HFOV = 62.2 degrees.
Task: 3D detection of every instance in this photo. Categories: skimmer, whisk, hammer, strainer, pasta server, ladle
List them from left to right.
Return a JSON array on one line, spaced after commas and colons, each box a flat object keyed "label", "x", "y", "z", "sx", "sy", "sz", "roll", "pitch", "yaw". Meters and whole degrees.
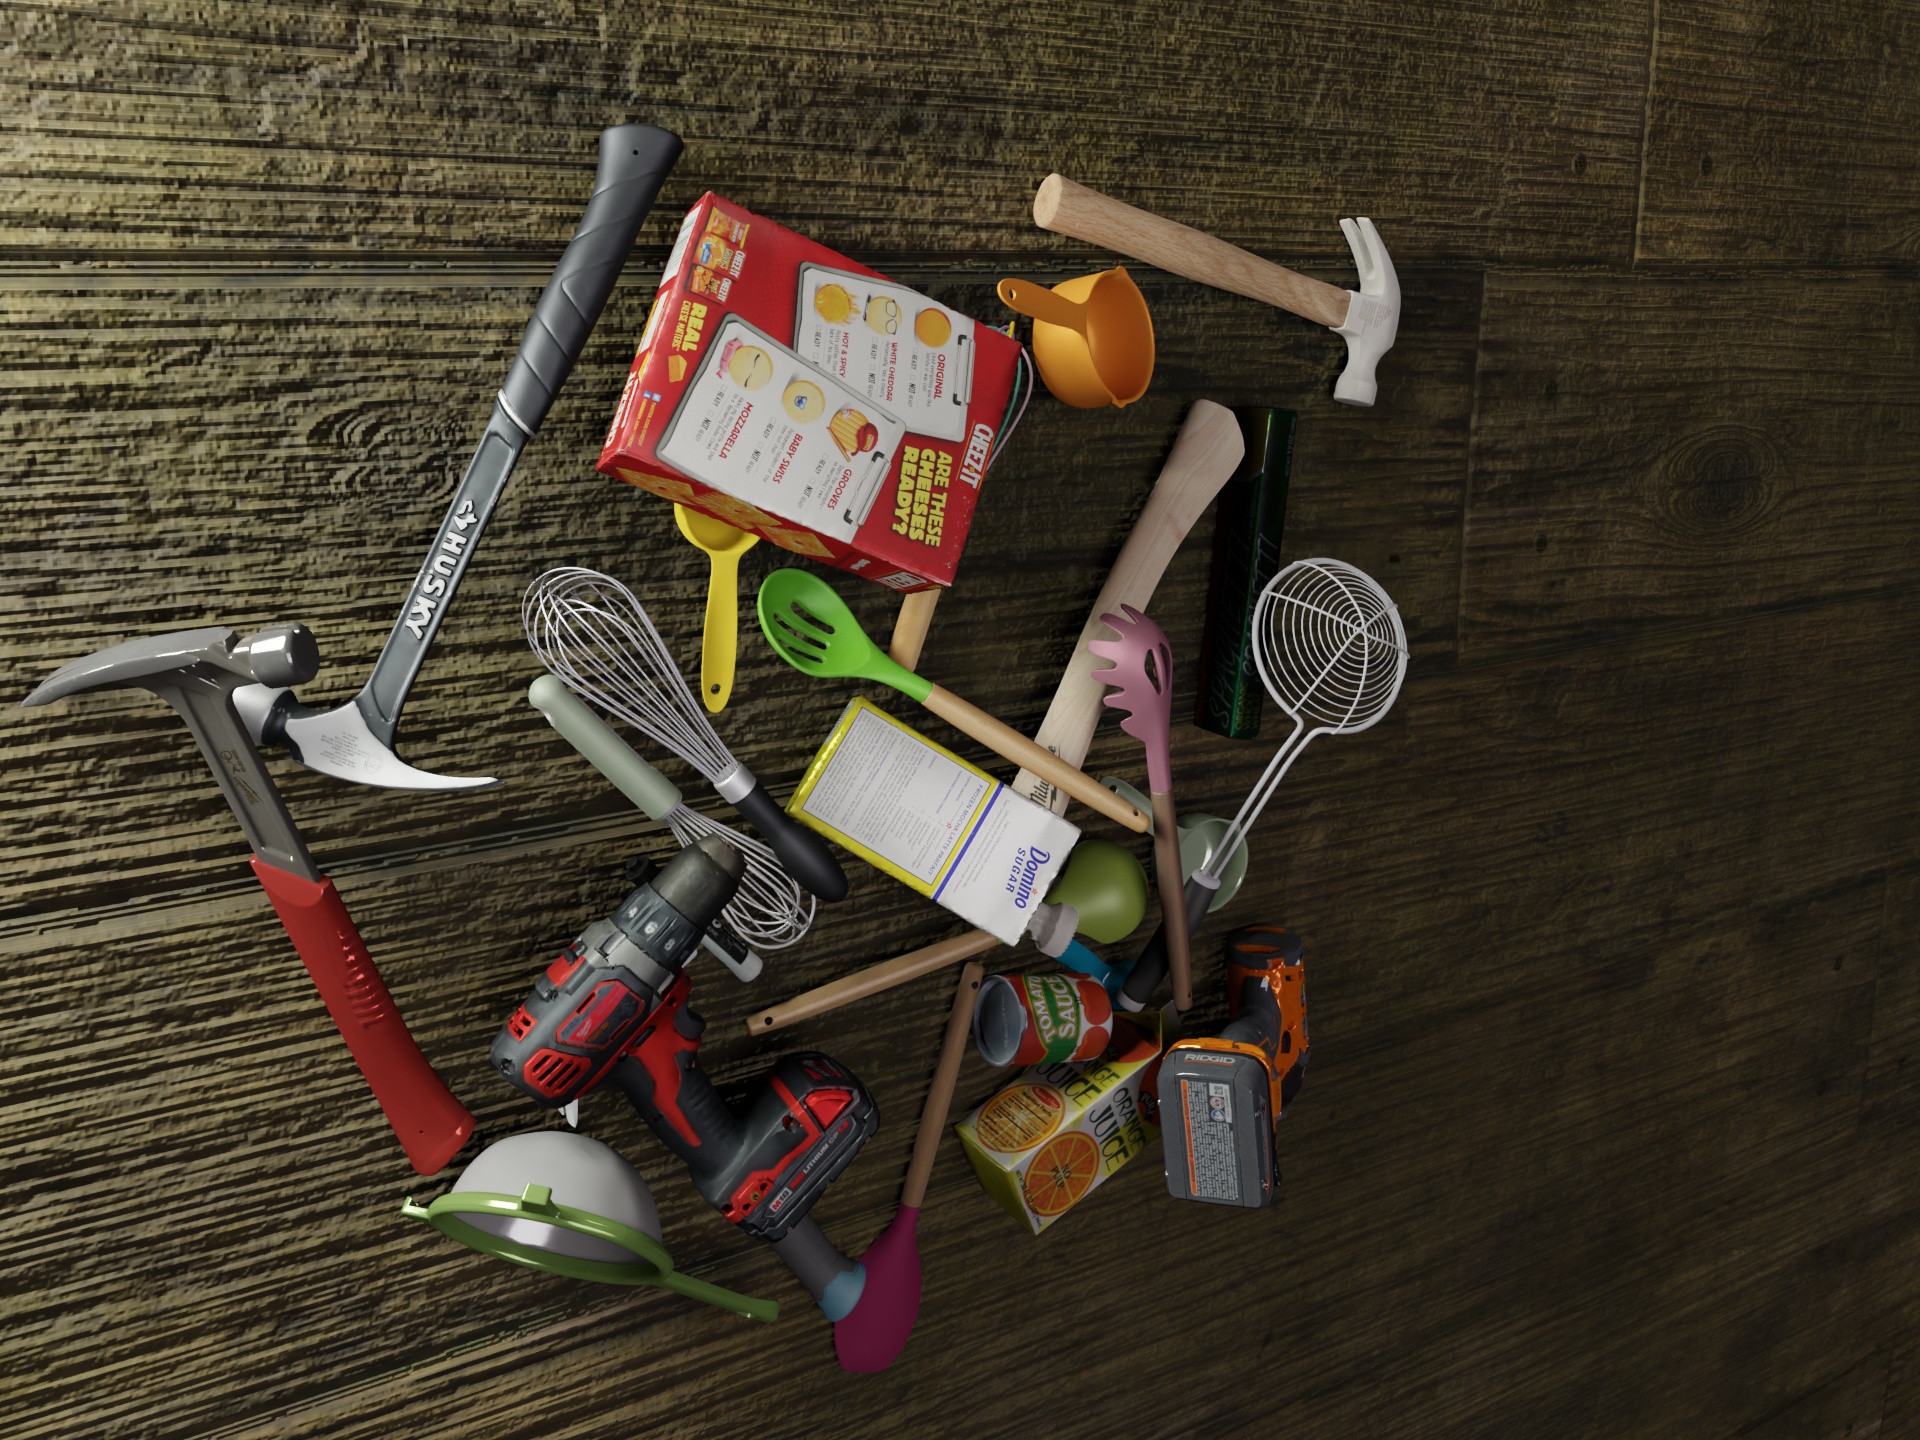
[{"label": "hammer", "x": -0.365, "y": 0.114, "z": 0.883, "sx": 0.149, "sy": 0.037, "sz": 0.358, "roll": -10, "pitch": 119, "yaw": 8}, {"label": "hammer", "x": -0.251, "y": -0.151, "z": 0.887, "sx": 0.149, "sy": 0.036, "sz": 0.409, "roll": 24, "pitch": 83, "yaw": -4}, {"label": "strainer", "x": -0.207, "y": 0.317, "z": 1.006, "sx": 0.256, "sy": 0.151, "sz": 0.069, "roll": 35, "pitch": 52, "yaw": -35}, {"label": "whisk", "x": -0.178, "y": 0.058, "z": 0.999, "sx": 0.246, "sy": 0.058, "sz": 0.059, "roll": 48, "pitch": 70, "yaw": -26}, {"label": "whisk", "x": -0.158, "y": 0.015, "z": 0.975, "sx": 0.070, "sy": 0.070, "sz": 0.284, "roll": -47, "pitch": 115, "yaw": -14}, {"label": "hammer", "x": -0.155, "y": 0.293, "z": 1.075, "sx": 0.128, "sy": 0.033, "sz": 0.330, "roll": -41, "pitch": 119, "yaw": -18}, {"label": "whisk", "x": -0.006, "y": -0.148, "z": 1.058, "sx": 0.051, "sy": 0.047, "sz": 0.245, "roll": 14, "pitch": 97, "yaw": -34}, {"label": "ladle", "x": -0.004, "y": 0.162, "z": 1.138, "sx": 0.320, "sy": 0.062, "sz": 0.078, "roll": -18, "pitch": 89, "yaw": -20}, {"label": "hammer", "x": 0.090, "y": -0.048, "z": 1.130, "sx": 0.146, "sy": 0.038, "sz": 0.411, "roll": 27, "pitch": 81, "yaw": -8}, {"label": "pasta server", "x": 0.138, "y": 0.070, "z": 1.122, "sx": 0.060, "sy": 0.040, "sz": 0.316, "roll": -30, "pitch": 122, "yaw": -38}, {"label": "hammer", "x": 0.194, "y": -0.328, "z": 1.144, "sx": 0.331, "sy": 0.031, "sz": 0.130, "roll": 9, "pitch": 97, "yaw": -33}, {"label": "skimmer", "x": 0.206, "y": 0.054, "z": 1.176, "sx": 0.127, "sy": 0.090, "sz": 0.363, "roll": 22, "pitch": 112, "yaw": -17}]

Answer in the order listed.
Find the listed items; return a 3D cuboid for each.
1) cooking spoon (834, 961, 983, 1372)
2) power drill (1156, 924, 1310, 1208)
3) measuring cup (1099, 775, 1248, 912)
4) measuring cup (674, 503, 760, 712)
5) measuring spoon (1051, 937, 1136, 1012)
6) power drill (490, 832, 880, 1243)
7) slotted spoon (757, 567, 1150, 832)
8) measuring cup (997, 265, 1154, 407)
[{"label": "cooking spoon", "x": -0.030, "y": 0.331, "z": 1.169, "sx": 0.068, "sy": 0.017, "sz": 0.319, "roll": 13, "pitch": 94, "yaw": -29}, {"label": "power drill", "x": 0.221, "y": 0.277, "z": 1.225, "sx": 0.226, "sy": 0.084, "sz": 0.164, "roll": -40, "pitch": 126, "yaw": -60}, {"label": "measuring cup", "x": 0.152, "y": 0.085, "z": 1.213, "sx": 0.167, "sy": 0.038, "sz": 0.083, "roll": 38, "pitch": 81, "yaw": -30}, {"label": "measuring cup", "x": -0.153, "y": -0.084, "z": 0.992, "sx": 0.062, "sy": 0.029, "sz": 0.156, "roll": -2, "pitch": 105, "yaw": -31}, {"label": "measuring spoon", "x": 0.103, "y": 0.189, "z": 1.214, "sx": 0.128, "sy": 0.021, "sz": 0.042, "roll": 35, "pitch": 82, "yaw": -34}, {"label": "power drill", "x": -0.151, "y": 0.196, "z": 0.987, "sx": 0.188, "sy": 0.080, "sz": 0.226, "roll": -49, "pitch": 118, "yaw": -9}, {"label": "slotted spoon", "x": -0.002, "y": -0.003, "z": 1.053, "sx": 0.313, "sy": 0.031, "sz": 0.070, "roll": 31, "pitch": 52, "yaw": -16}, {"label": "measuring cup", "x": 0.061, "y": -0.257, "z": 1.039, "sx": 0.173, "sy": 0.052, "sz": 0.095, "roll": 4, "pitch": 86, "yaw": -51}]
